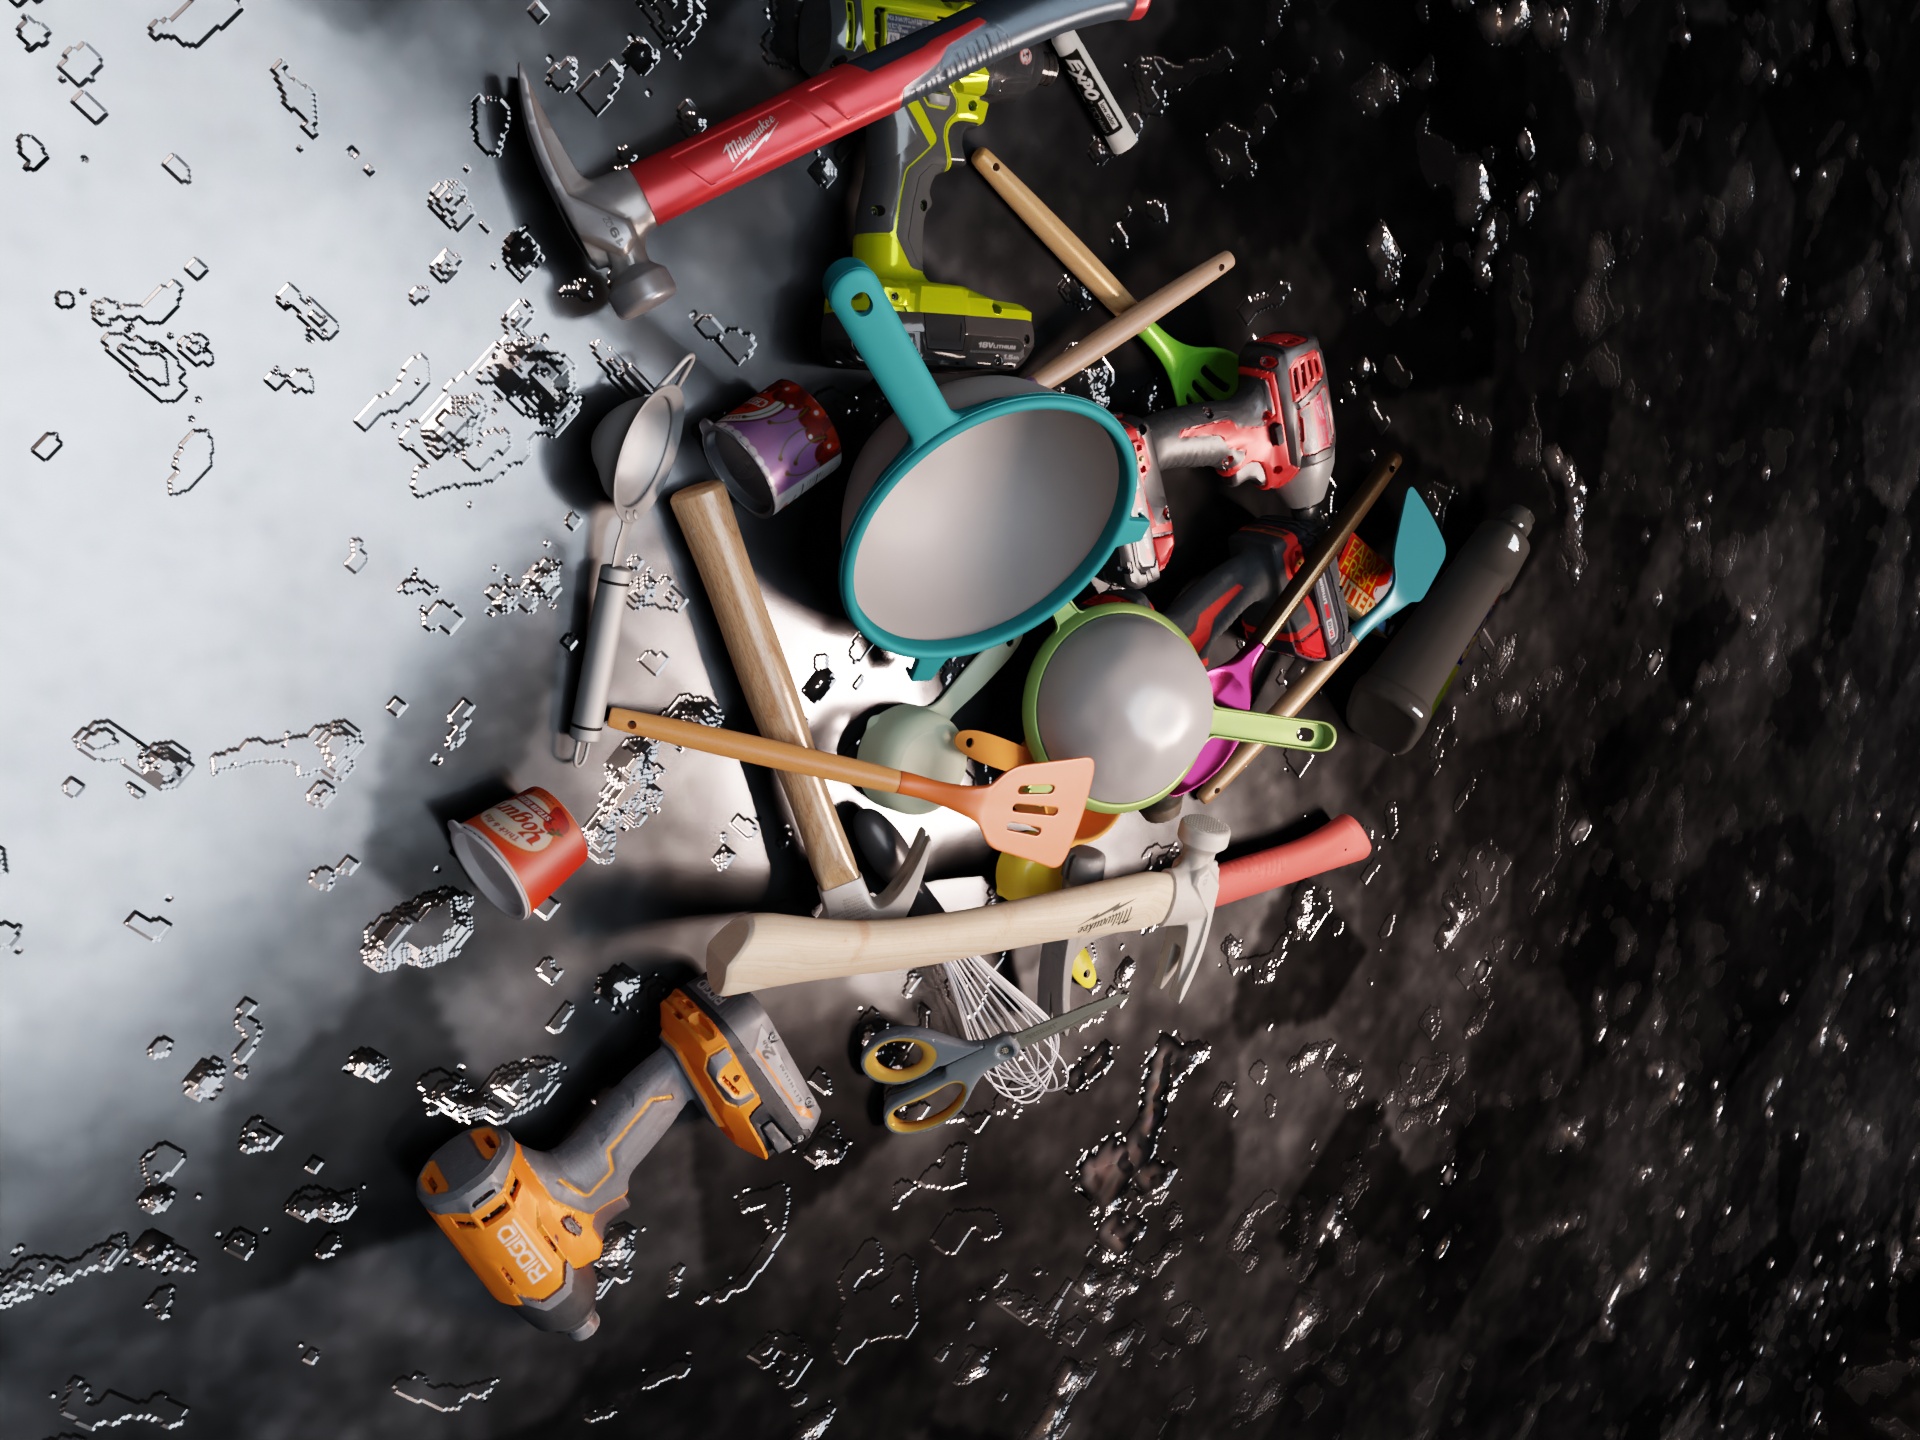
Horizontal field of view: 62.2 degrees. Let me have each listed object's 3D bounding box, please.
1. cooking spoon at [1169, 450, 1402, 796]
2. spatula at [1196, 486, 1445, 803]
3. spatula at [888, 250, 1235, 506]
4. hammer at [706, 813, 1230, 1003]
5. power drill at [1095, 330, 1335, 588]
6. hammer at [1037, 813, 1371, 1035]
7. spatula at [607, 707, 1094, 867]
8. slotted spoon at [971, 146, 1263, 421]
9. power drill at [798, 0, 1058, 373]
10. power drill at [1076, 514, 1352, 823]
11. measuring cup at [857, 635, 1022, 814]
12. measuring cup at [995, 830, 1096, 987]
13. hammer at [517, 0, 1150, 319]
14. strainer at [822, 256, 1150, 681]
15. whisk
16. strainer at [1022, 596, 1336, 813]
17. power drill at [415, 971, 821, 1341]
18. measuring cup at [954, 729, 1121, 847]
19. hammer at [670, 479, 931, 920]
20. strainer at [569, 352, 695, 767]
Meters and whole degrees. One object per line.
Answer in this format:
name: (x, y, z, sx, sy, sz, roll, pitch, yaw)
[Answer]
cooking spoon: (0.238, -0.078, 1.195, 0.068, 0.017, 0.319, 40, 81, -20)
spatula: (0.300, -0.053, 1.317, 0.317, 0.044, 0.082, -46, 127, -5)
spatula: (0.072, -0.245, 1.111, 0.316, 0.018, 0.059, -36, 125, -15)
hammer: (0.016, 0.152, 1.094, 0.410, 0.038, 0.146, -3, 113, -35)
power drill: (0.181, -0.185, 1.165, 0.219, 0.079, 0.143, -26, 118, -20)
hammer: (0.208, 0.142, 1.294, 0.359, 0.037, 0.149, -10, 116, -38)
spatula: (-0.065, 0.032, 1.022, 0.322, 0.041, 0.081, 14, 102, -14)
slotted spoon: (0.116, -0.302, 1.144, 0.313, 0.031, 0.070, 36, 82, -34)
power drill: (-0.014, -0.336, 1.005, 0.171, 0.080, 0.223, -4, 101, -30)
power drill: (0.195, -0.043, 1.233, 0.226, 0.080, 0.187, -29, 116, -25)
measuring cup: (-0.002, -0.004, 1.117, 0.167, 0.038, 0.083, -48, 124, -15)
measuring cup: (0.078, 0.152, 1.217, 0.062, 0.029, 0.156, -41, 120, -22)
hammer: (-0.058, -0.380, 0.916, 0.386, 0.038, 0.143, -30, 103, -11)
strainer: (-0.020, -0.176, 0.980, 0.211, 0.095, 0.340, -34, 144, 2)
whisk: (-0.003, 0.172, 1.152, 0.070, 0.070, 0.284, -42, 116, -21)
strainer: (0.171, -0.001, 1.129, 0.256, 0.069, 0.151, 8, 90, -22)
power drill: (-0.206, 0.282, 1.010, 0.226, 0.084, 0.164, -35, 120, -21)
measuring cup: (0.047, 0.032, 1.152, 0.173, 0.052, 0.095, 21, 87, -38)
hammer: (-0.112, 0.004, 1.029, 0.130, 0.031, 0.331, -21, 110, -9)
strainer: (-0.206, -0.095, 0.946, 0.087, 0.050, 0.258, -35, 139, -77)
